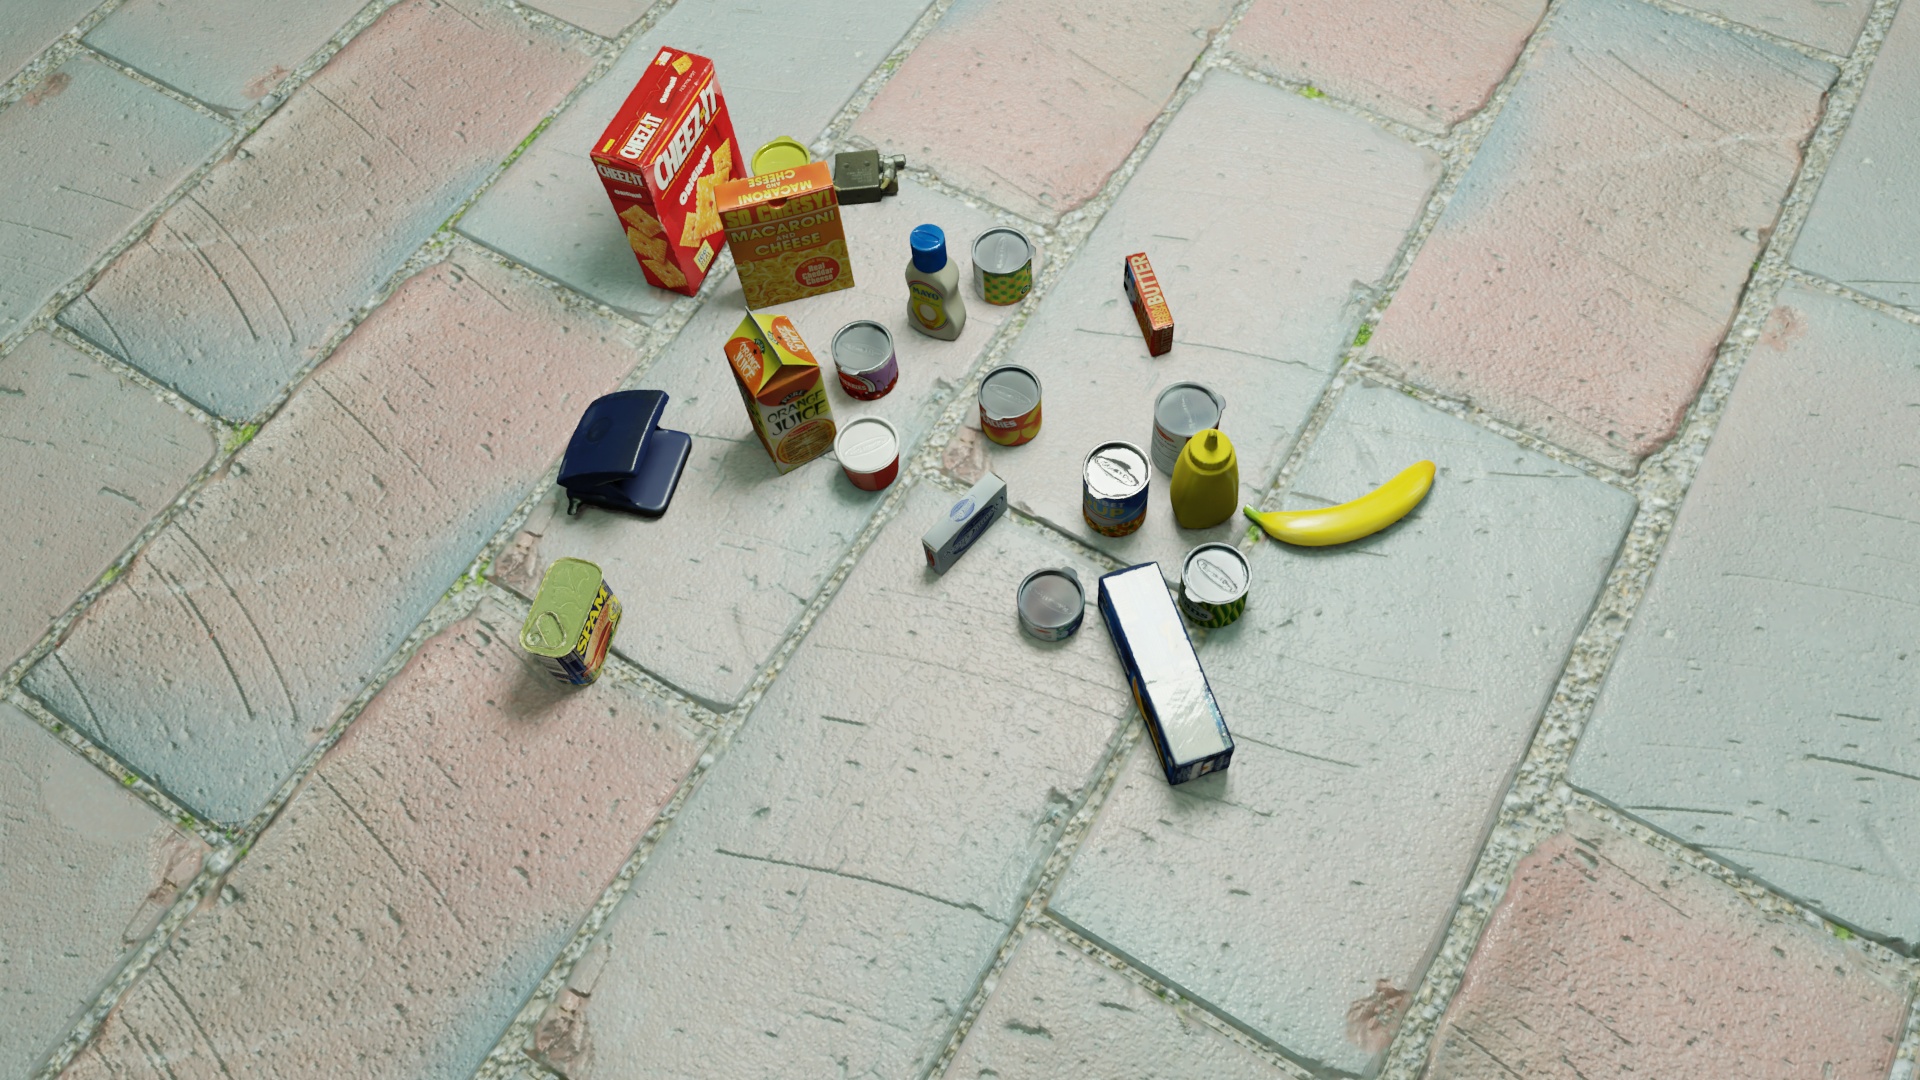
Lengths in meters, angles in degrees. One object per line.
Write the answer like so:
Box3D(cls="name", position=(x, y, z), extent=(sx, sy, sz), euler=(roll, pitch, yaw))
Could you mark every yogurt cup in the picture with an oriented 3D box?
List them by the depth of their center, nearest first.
Box3D(cls="yogurt cup", position=(-0.093, -0.087, 1.426), extent=(0.072, 0.053, 0.073), euler=(-2, 62, 3))

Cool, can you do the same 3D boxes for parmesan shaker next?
Box3D(cls="parmesan shaker", position=(-0.194, -0.395, 1.570), extent=(0.071, 0.102, 0.071), euler=(-2, 62, 3))

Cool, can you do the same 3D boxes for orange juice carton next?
Box3D(cls="orange juice carton", position=(-0.180, -0.153, 1.390), extent=(0.073, 0.191, 0.072), euler=(-28, 64, -10))

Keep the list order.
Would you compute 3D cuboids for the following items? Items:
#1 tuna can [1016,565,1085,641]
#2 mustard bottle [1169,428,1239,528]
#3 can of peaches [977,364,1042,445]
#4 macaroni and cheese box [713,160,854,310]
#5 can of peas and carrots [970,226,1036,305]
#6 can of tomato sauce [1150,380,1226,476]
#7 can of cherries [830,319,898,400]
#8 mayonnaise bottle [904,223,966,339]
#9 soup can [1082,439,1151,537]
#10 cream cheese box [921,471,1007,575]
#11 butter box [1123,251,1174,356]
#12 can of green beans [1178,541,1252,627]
Box3D(cls="tuna can", position=(0.089, 0.060, 1.347), extent=(0.071, 0.032, 0.071), euler=(-2, 62, 3))
Box3D(cls="mustard bottle", position=(0.237, -0.066, 1.331), extent=(0.065, 0.159, 0.049), euler=(-10, 62, -1))
Box3D(cls="can of peaches", position=(0.051, -0.138, 1.441), extent=(0.071, 0.057, 0.071), euler=(-2, 62, 3))
Box3D(cls="macaroni and cheese box", position=(-0.187, -0.325, 1.497), extent=(0.124, 0.165, 0.040), euler=(-14, 62, -3))
Box3D(cls="can of peas and carrots", position=(0.048, -0.302, 1.528), extent=(0.071, 0.058, 0.071), euler=(-2, 62, 3))
Box3D(cls="can of tomato sauce", position=(0.228, -0.112, 1.400), extent=(0.071, 0.082, 0.071), euler=(-2, 62, 3))
Box3D(cls="can of cherries", position=(-0.103, -0.190, 1.479), extent=(0.071, 0.058, 0.072), euler=(-2, 62, 3))
Box3D(cls="mayonnaise bottle", position=(-0.030, -0.273, 1.468), extent=(0.065, 0.147, 0.041), euler=(21, 66, 15))
Box3D(cls="soup can", position=(0.151, -0.048, 1.371), extent=(0.071, 0.083, 0.071), euler=(-2, 62, 3))
Box3D(cls="cream cheese box", position=(0.005, -0.017, 1.382), extent=(0.024, 0.053, 0.104), euler=(38, 71, 21))
Box3D(cls="butter box", position=(0.202, -0.254, 1.495), extent=(0.024, 0.053, 0.104), euler=(-14, 62, -3))
Box3D(cls="can of green beans", position=(0.243, 0.043, 1.330), extent=(0.071, 0.057, 0.071), euler=(-2, 62, 3))
